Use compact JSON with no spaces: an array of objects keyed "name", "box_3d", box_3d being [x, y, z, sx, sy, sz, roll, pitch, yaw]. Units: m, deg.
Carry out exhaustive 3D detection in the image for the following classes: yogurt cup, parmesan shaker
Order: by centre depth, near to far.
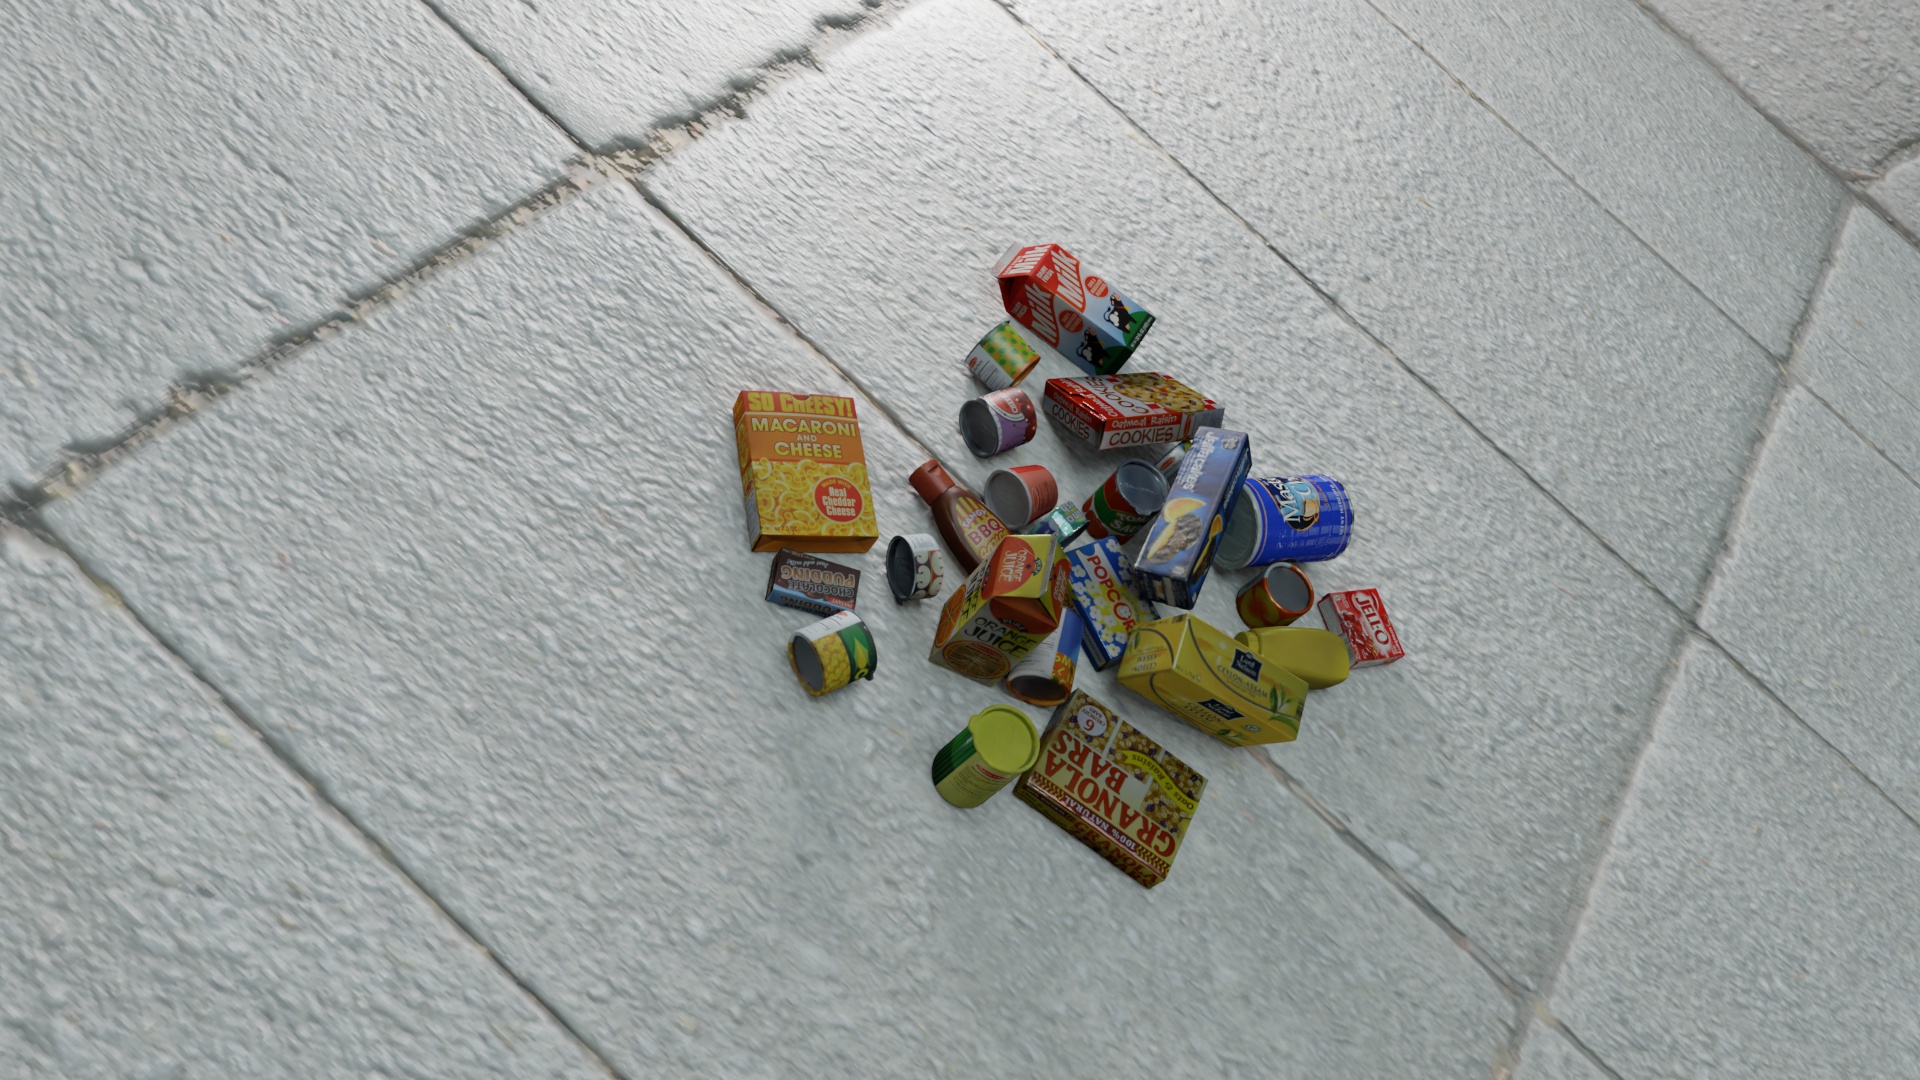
[{"name":"parmesan shaker","box_3d":[0.019,0.199,1.285,0.071,0.102,0.071,12,58,-20]},{"name":"yogurt cup","box_3d":[0.067,-0.049,1.478,0.054,0.072,0.072,-19,72,-41]}]

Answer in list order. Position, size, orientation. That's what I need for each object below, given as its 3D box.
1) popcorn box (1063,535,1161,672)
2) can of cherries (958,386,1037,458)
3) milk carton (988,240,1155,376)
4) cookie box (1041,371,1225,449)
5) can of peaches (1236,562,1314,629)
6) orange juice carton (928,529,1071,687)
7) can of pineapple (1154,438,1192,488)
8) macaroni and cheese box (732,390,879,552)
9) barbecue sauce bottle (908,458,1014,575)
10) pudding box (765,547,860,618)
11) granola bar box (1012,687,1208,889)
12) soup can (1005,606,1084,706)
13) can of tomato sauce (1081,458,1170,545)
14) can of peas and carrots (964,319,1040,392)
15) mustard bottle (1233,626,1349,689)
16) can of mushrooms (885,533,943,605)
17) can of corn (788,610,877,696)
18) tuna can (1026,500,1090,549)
[{"name":"popcorn box","box_3d":[0.154,0.066,1.467,0.085,0.038,0.127,-18,72,-31]},{"name":"can of cherries","box_3d":[0.042,-0.130,1.507,0.058,0.071,0.071,-22,74,-34]},{"name":"milk carton","box_3d":[0.125,-0.277,1.631,0.190,0.073,0.073,37,53,-2]},{"name":"cookie box","box_3d":[0.195,-0.151,1.573,0.168,0.040,0.123,-7,30,-29]},{"name":"can of peaches","box_3d":[0.353,0.067,1.550,0.071,0.057,0.071,12,57,-19]},{"name":"orange juice carton","box_3d":[0.045,0.062,1.322,0.073,0.191,0.072,24,54,-12]},{"name":"can of pineapple","box_3d":[0.253,-0.075,1.581,0.071,0.070,0.058,-36,83,-36]},{"name":"macaroni and cheese box","box_3d":[-0.156,-0.070,1.397,0.124,0.040,0.167,1,62,-26]},{"name":"barbecue sauce bottle","box_3d":[0.005,-0.018,1.442,0.065,0.043,0.148,-34,80,-35]},{"name":"pudding box","box_3d":[-0.142,0.044,1.344,0.084,0.030,0.050,18,57,-15]},{"name":"granola bar box","box_3d":[0.149,0.242,1.363,0.165,0.039,0.125,35,53,-3]},{"name":"soup can","box_3d":[0.086,0.116,1.391,0.071,0.071,0.084,23,56,-12]},{"name":"can of tomato sauce","box_3d":[0.179,-0.039,1.513,0.071,0.082,0.071,12,58,-19]},{"name":"can of peas and carrots","box_3d":[0.049,-0.204,1.556,0.059,0.070,0.071,46,53,4]},{"name":"mustard bottle","box_3d":[0.348,0.124,1.520,0.160,0.048,0.065,10,62,-20]},{"name":"can of mushrooms","box_3d":[-0.046,0.029,1.379,0.033,0.070,0.071,-5,65,-29]},{"name":"can of corn","box_3d":[-0.119,0.108,1.296,0.058,0.070,0.071,-21,73,-33]},{"name":"tuna can","box_3d":[0.103,-0.011,1.468,0.071,0.070,0.033,-33,79,-36]}]
